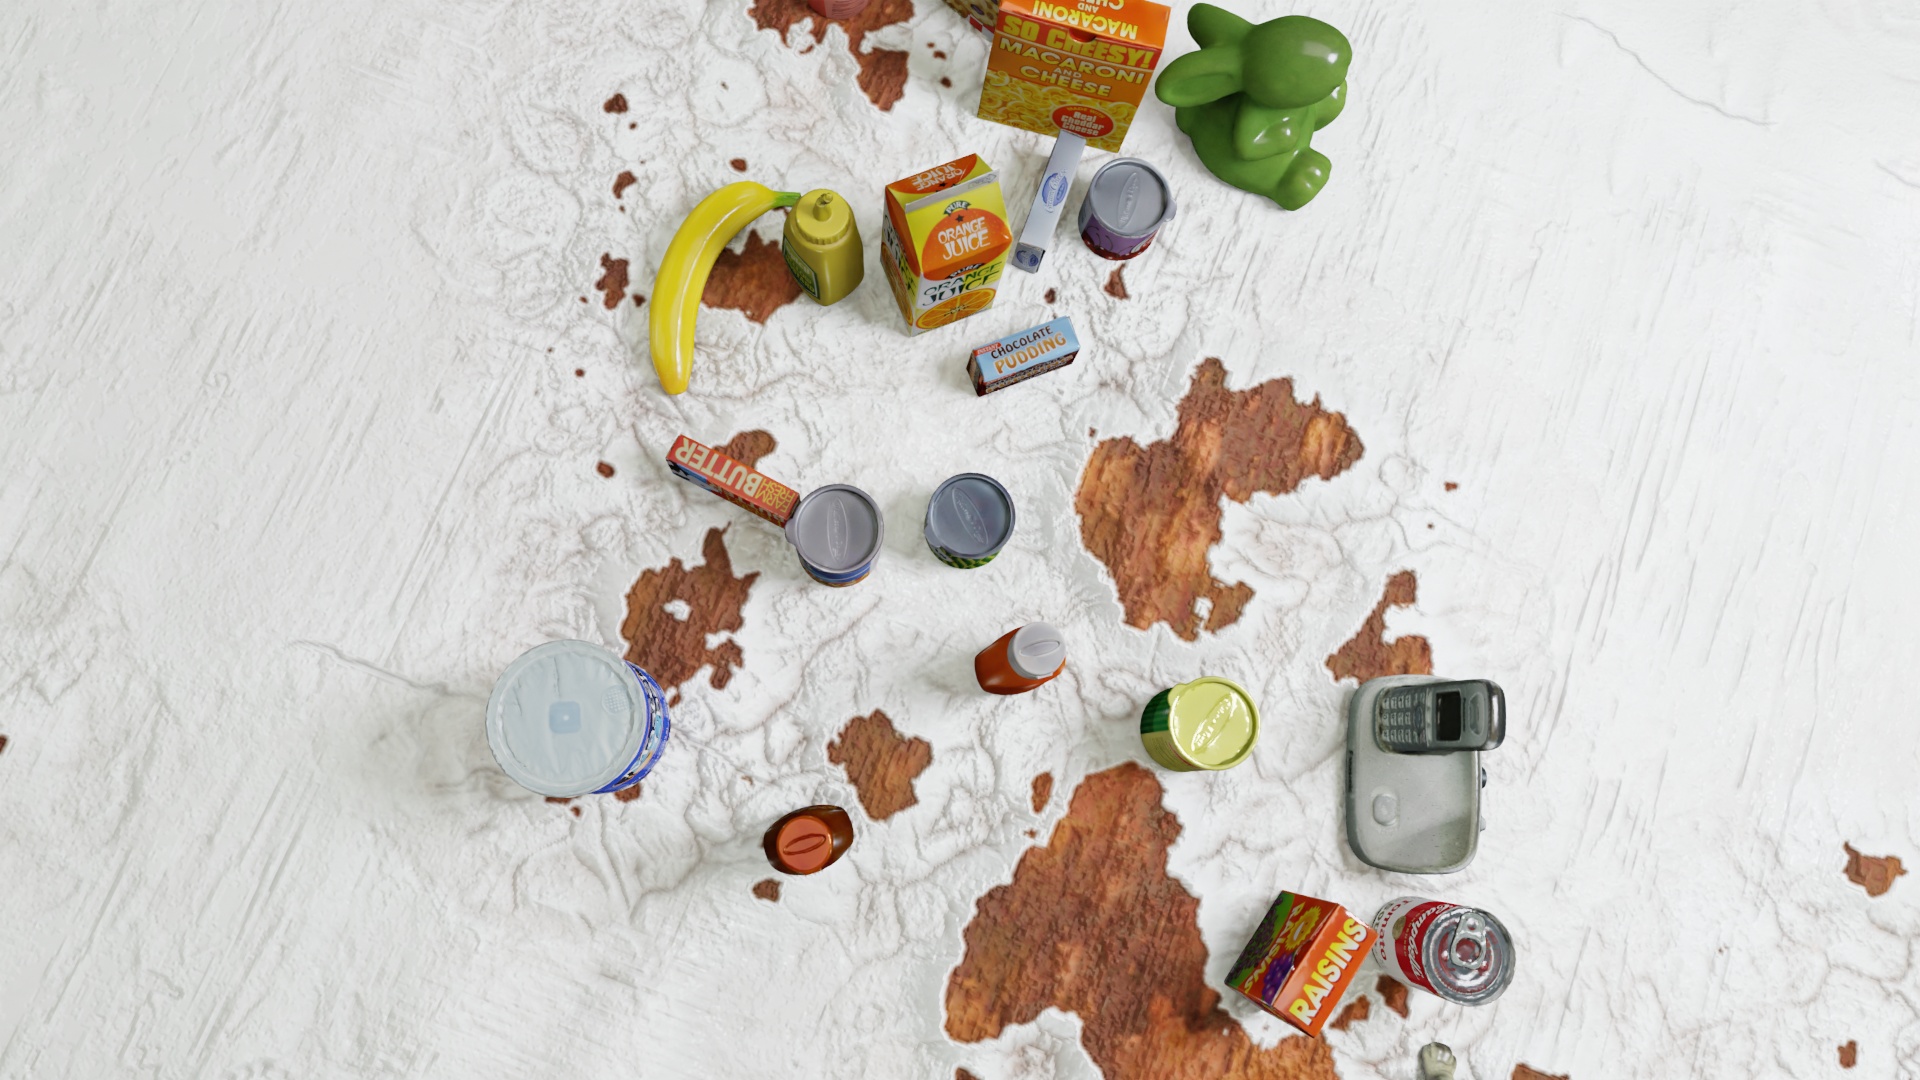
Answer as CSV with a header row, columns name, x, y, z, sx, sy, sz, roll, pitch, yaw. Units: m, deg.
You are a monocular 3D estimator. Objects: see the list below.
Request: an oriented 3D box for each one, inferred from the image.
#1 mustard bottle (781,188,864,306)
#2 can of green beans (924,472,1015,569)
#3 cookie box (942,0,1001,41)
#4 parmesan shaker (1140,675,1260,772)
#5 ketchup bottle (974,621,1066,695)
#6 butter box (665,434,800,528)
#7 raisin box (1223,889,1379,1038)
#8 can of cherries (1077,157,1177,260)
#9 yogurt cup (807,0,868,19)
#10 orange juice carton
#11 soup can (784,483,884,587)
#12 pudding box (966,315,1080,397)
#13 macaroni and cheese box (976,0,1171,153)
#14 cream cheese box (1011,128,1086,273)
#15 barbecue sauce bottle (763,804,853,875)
name,x,y,z,sx,sy,sz,roll,pitch,yaw
mustard bottle,-0.104,-0.226,1.037,0.049,0.160,0.065,-39,85,-10
can of green beans,0.006,-0.014,1.060,0.071,0.057,0.071,1,80,-5
cookie box,0.000,-0.481,1.088,0.123,0.167,0.040,40,80,3
parmesan shaker,0.172,0.135,1.024,0.071,0.103,0.071,1,80,-5
ketchup bottle,0.048,0.085,0.999,0.065,0.148,0.043,-13,82,-7
butter box,-0.170,-0.043,1.052,0.103,0.053,0.024,27,79,0
raisin box,0.240,0.298,0.990,0.040,0.123,0.086,37,79,2
can of cherries,0.133,-0.264,1.116,0.071,0.058,0.071,1,80,-5
yogurt cup,-0.101,-0.464,1.134,0.072,0.054,0.072,1,80,-5
orange juice carton,-0.013,-0.222,1.027,0.072,0.192,0.073,-21,83,-8
soup can,-0.094,-0.002,1.036,0.071,0.083,0.071,1,80,-5
pudding box,0.049,-0.145,1.091,0.084,0.049,0.030,-20,83,-8
macaroni and cheese box,0.084,-0.366,1.075,0.124,0.166,0.040,13,80,-2
cream cheese box,0.070,-0.271,1.114,0.024,0.053,0.104,20,79,-1
barbecue sauce bottle,-0.106,0.208,0.964,0.065,0.148,0.044,-16,82,-7
